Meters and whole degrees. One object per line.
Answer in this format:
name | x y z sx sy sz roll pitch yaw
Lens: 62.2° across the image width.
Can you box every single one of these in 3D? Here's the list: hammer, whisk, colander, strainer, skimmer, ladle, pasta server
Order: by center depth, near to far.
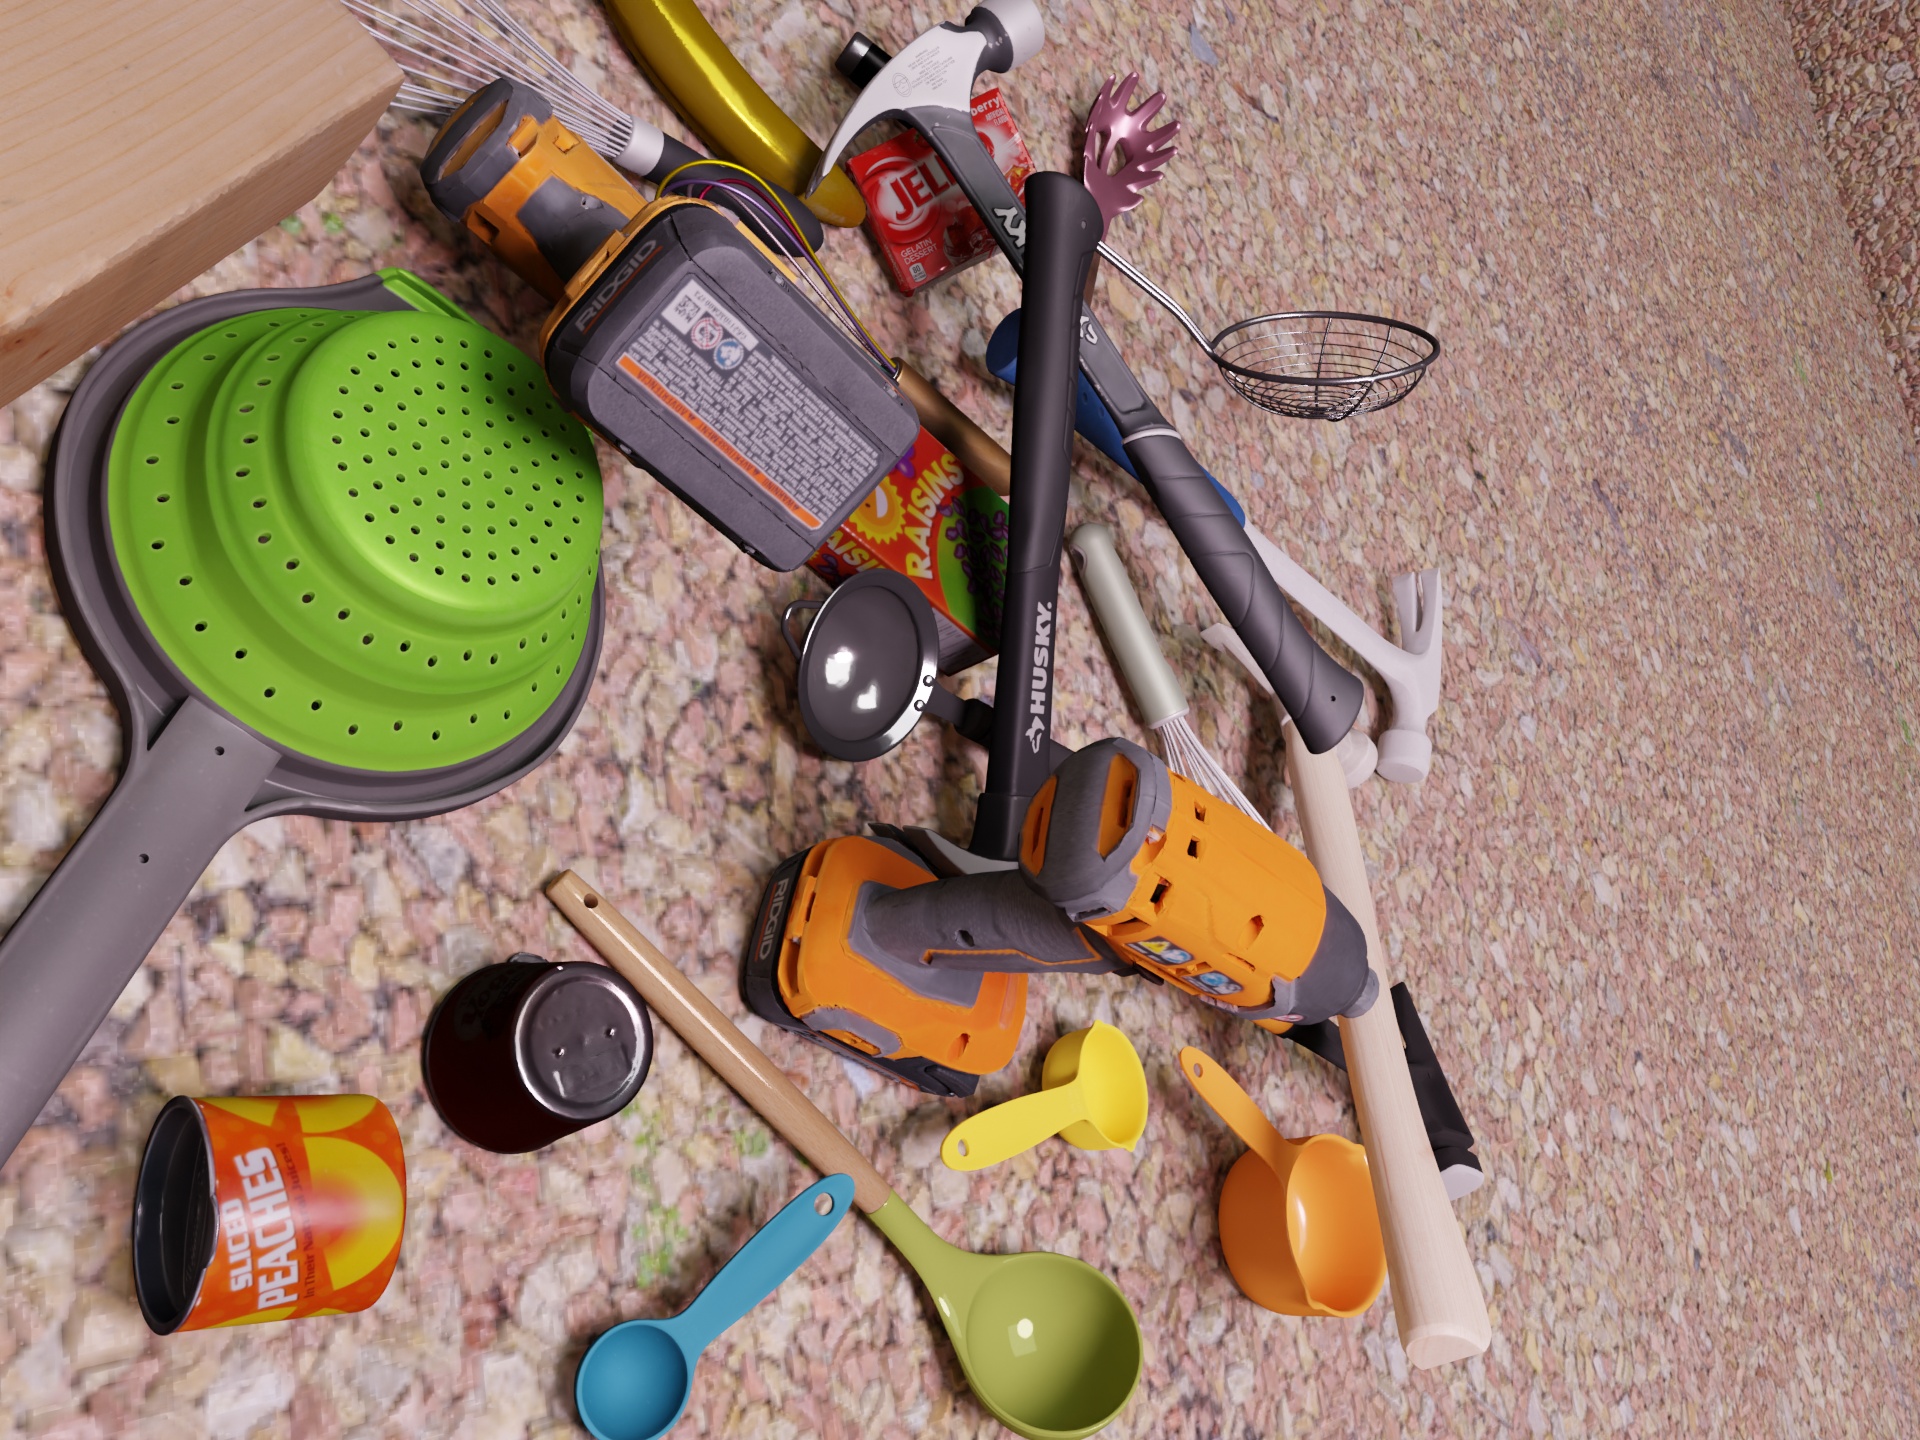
colander | -0.216 -0.011 0.505 0.204 0.094 0.397 40 50 -26
ladle | -0.043 0.172 0.632 0.320 0.062 0.078 49 45 -15
whisk | -0.166 -0.262 0.681 0.284 0.070 0.070 15 65 -45
hammer | 0.031 -0.083 0.728 0.146 0.035 0.335 7 87 -48
strainer | -0.001 -0.002 0.750 0.258 0.050 0.087 27 81 -41
whisk | -0.047 -0.179 0.757 0.244 0.051 0.047 35 85 -40
hammer | 0.191 0.112 0.792 0.146 0.038 0.411 43 30 -31
hammer | 0.151 0.132 0.794 0.336 0.034 0.127 35 29 -35
hammer | 0.082 -0.155 0.798 0.149 0.036 0.409 -38 100 -18
whisk | 0.116 0.006 0.856 0.059 0.058 0.246 -23 86 -16
skimmer | 0.103 -0.281 0.878 0.363 0.090 0.127 33 27 -16
pasta server | 0.074 -0.256 0.920 0.060 0.040 0.316 28 57 -22
hammer | 0.167 -0.112 0.933 0.405 0.035 0.144 33 61 -34

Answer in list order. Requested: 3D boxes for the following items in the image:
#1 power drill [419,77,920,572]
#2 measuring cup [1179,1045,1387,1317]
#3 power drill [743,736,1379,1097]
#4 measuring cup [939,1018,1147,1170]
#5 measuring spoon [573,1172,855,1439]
power drill | -0.100 -0.142 0.606 0.185 0.084 0.226 39 6 -42
measuring cup | 0.145 0.226 0.795 0.173 0.052 0.095 49 47 -16
power drill | 0.040 0.089 0.618 0.164 0.226 0.084 32 55 -31
measuring cup | 0.032 0.175 0.706 0.156 0.029 0.062 -4 76 -53
measuring spoon | -0.089 0.210 0.582 0.128 0.021 0.042 -37 98 -34
